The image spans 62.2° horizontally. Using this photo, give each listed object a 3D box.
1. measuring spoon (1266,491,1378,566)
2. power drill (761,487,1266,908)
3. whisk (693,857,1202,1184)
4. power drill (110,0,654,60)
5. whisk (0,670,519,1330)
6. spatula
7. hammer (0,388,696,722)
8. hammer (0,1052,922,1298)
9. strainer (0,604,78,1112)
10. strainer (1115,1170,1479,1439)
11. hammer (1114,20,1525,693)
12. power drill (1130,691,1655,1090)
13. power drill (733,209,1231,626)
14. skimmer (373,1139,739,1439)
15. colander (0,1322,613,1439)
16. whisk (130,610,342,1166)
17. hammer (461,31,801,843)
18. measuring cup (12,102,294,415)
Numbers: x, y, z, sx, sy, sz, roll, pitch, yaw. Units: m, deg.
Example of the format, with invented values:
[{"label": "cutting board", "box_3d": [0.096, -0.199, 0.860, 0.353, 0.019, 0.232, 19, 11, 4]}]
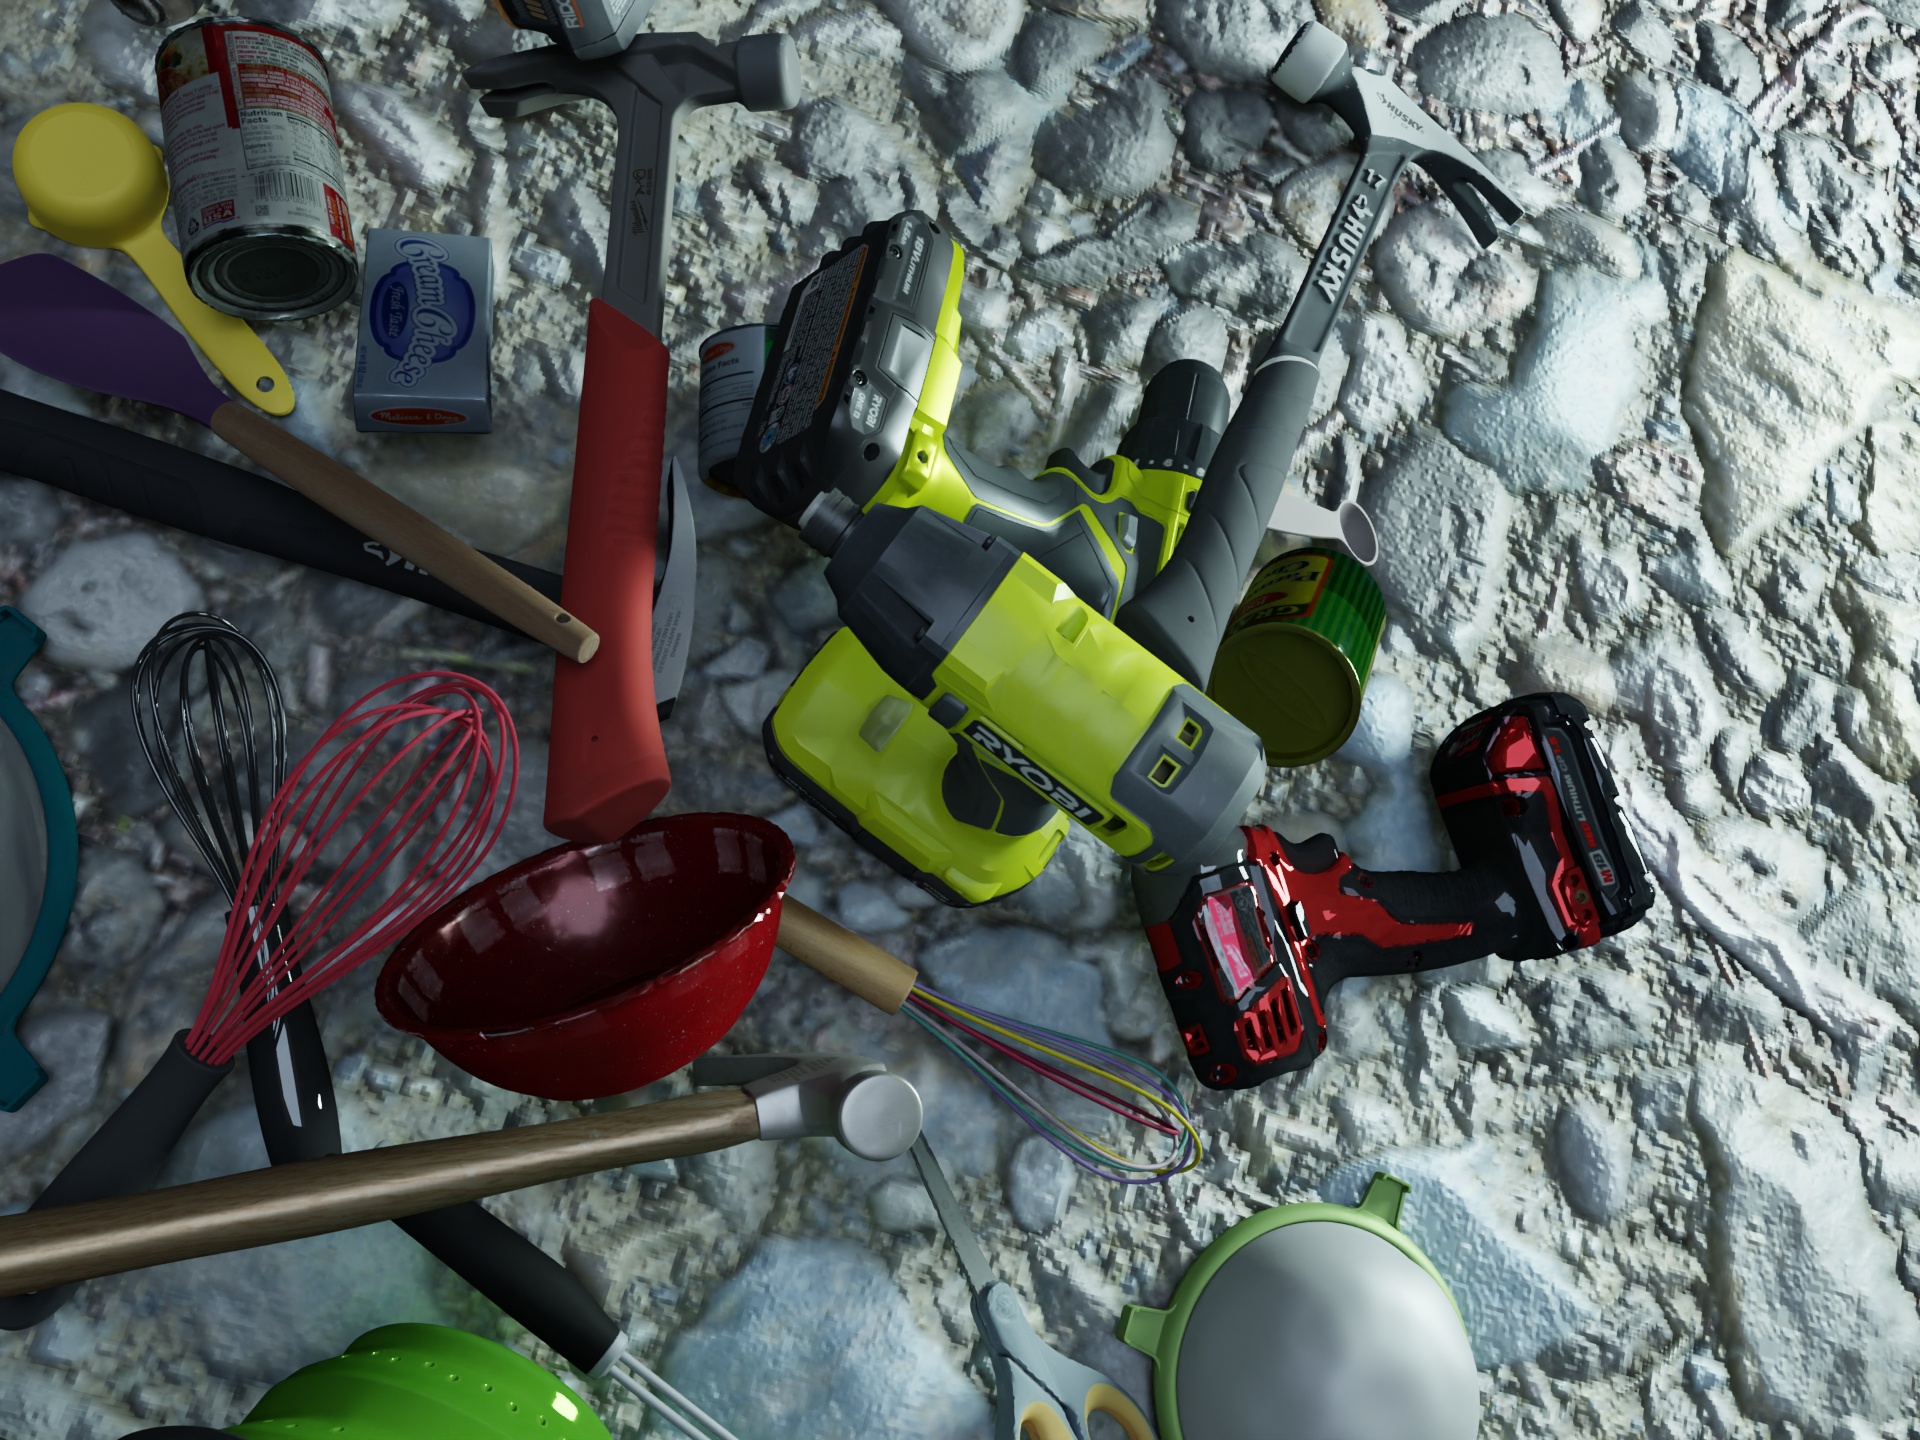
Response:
[{"label": "measuring spoon", "box_3d": [0.156, -0.093, 0.748, 0.124, 0.018, 0.034, 6, 69, -43]}, {"label": "power drill", "box_3d": [-0.001, -0.002, 0.605, 0.171, 0.223, 0.080, 37, 72, -4]}, {"label": "whisk", "box_3d": [-0.003, 0.124, 0.674, 0.245, 0.047, 0.051, 31, 74, -2]}, {"label": "power drill", "box_3d": [-0.241, -0.355, 0.677, 0.226, 0.084, 0.185, 20, 73, 11]}, {"label": "whisk", "box_3d": [-0.259, 0.104, 0.570, 0.073, 0.073, 0.296, 38, 94, -4]}, {"label": "spatula", "box_3d": [-0.268, -0.104, 0.615, 0.316, 0.018, 0.060, 31, 45, 13]}, {"label": "hammer", "box_3d": [-0.271, -0.085, 0.656, 0.334, 0.035, 0.146, 18, 75, -9]}, {"label": "hammer", "box_3d": [-0.187, 0.161, 0.565, 0.331, 0.130, 0.031, -7, 86, -19]}, {"label": "strainer", "box_3d": [-0.497, 0.052, 0.537, 0.340, 0.095, 0.211, -3, 79, -16]}, {"label": "strainer", "box_3d": [0.182, 0.331, 0.660, 0.151, 0.069, 0.256, -21, 82, -17]}, {"label": "hammer", "box_3d": [0.159, -0.168, 0.731, 0.149, 0.036, 0.409, 33, 57, -9]}, {"label": "power drill", "box_3d": [0.184, 0.066, 0.718, 0.219, 0.078, 0.143, -17, 82, -14]}, {"label": "power drill", "box_3d": [0.031, -0.114, 0.686, 0.228, 0.080, 0.191, 28, 64, -32]}, {"label": "skimmer", "box_3d": [-0.095, 0.291, 0.589, 0.363, 0.090, 0.127, 39, 111, 0]}, {"label": "colander", "box_3d": [-0.261, 0.251, 0.553, 0.397, 0.204, 0.095, 19, 39, 6]}, {"label": "whisk", "box_3d": [-0.274, 0.074, 0.615, 0.055, 0.055, 0.239, -13, 86, -16]}, {"label": "hammer", "box_3d": [-0.146, -0.127, 0.646, 0.149, 0.036, 0.359, -3, 70, 9]}, {"label": "measuring cup", "box_3d": [-0.333, -0.193, 0.665, 0.062, 0.029, 0.156, -40, 89, -18]}]
